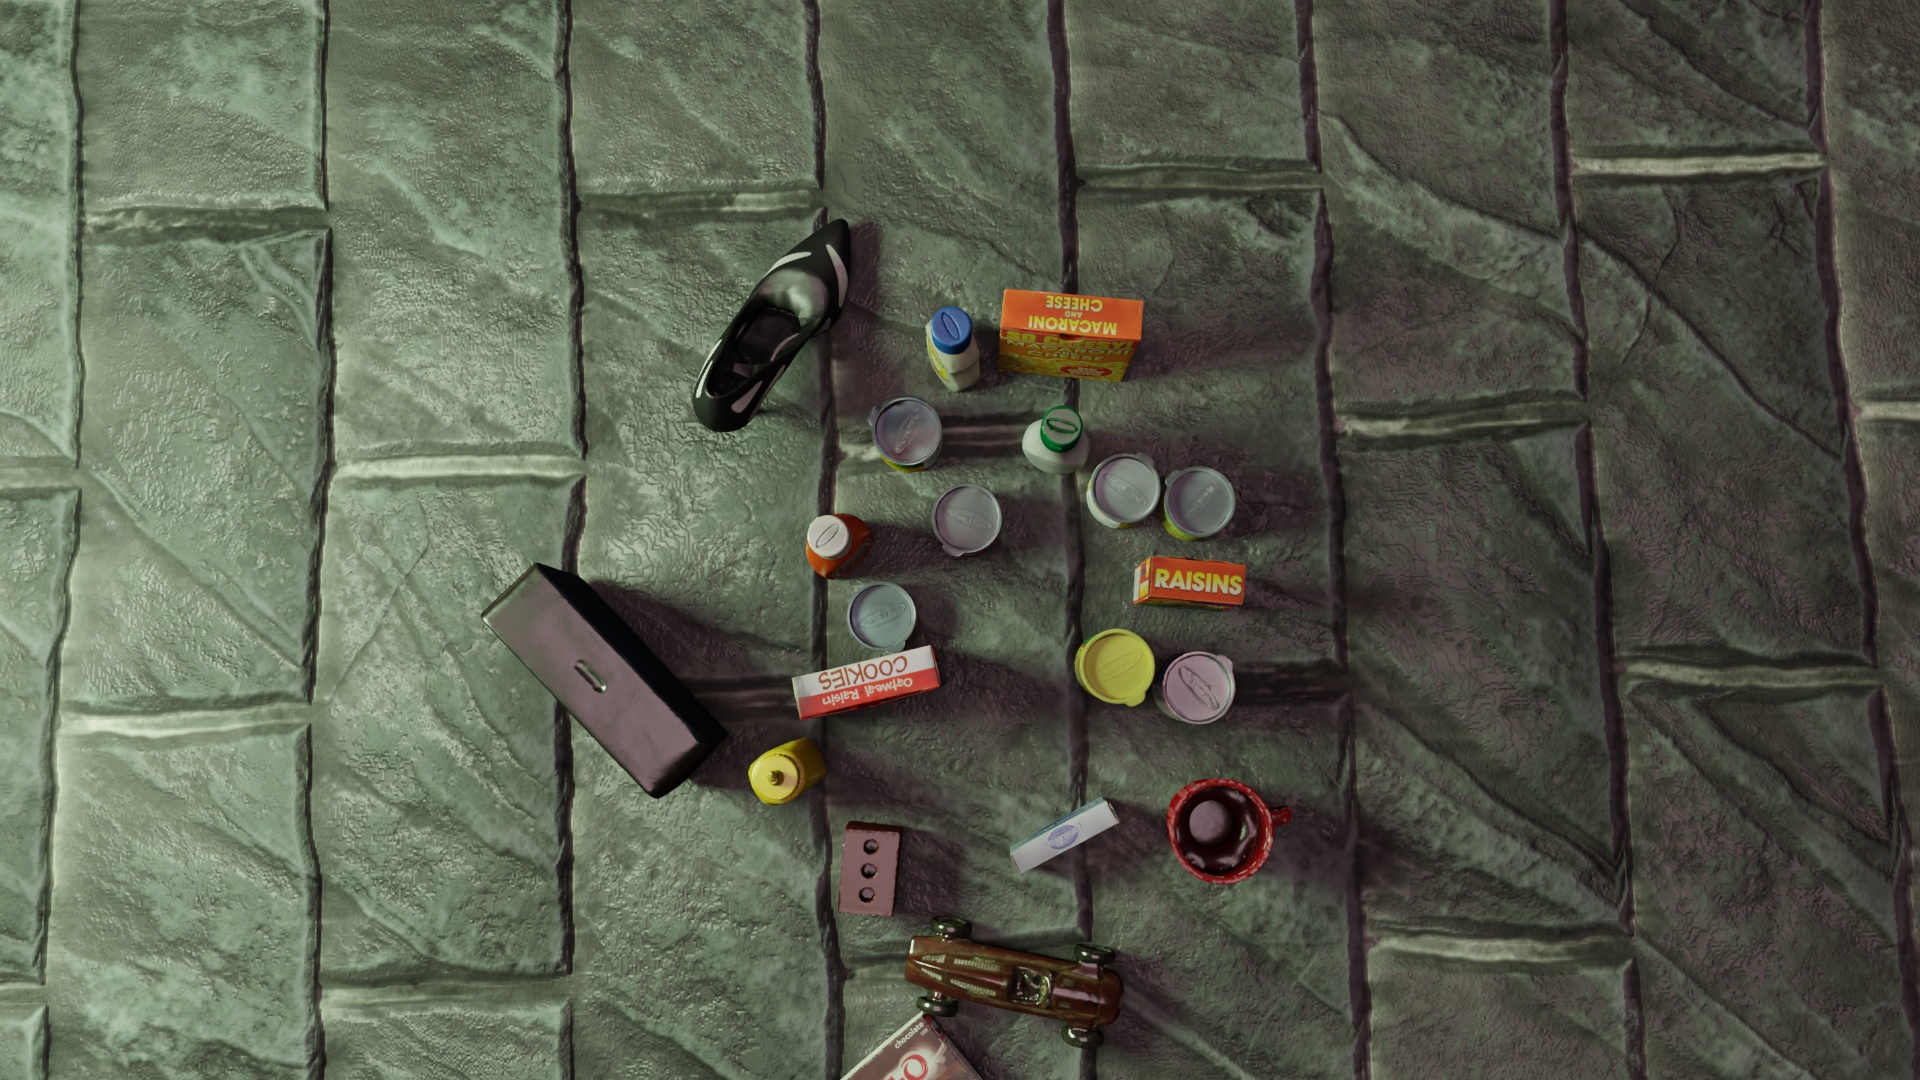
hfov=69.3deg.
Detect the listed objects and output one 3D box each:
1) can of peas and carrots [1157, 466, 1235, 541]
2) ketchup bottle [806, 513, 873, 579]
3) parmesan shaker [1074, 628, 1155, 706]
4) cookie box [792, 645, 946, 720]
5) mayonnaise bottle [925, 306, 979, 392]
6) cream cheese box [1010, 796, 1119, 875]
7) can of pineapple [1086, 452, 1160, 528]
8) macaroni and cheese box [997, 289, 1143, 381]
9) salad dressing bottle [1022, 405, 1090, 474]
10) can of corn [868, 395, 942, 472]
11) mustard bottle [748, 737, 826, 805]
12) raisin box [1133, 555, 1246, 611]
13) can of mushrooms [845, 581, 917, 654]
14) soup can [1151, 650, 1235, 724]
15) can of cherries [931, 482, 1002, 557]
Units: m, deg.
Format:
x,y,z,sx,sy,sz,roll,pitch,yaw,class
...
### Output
x,y,z,sx,sy,sz,roll,pitch,yaw,class
0.221,-0.035,1.317,0.071,0.058,0.071,0,84,1,can of peas and carrots
-0.114,0.002,1.271,0.043,0.148,0.065,44,87,4,ketchup bottle
0.141,0.118,1.279,0.071,0.103,0.071,0,84,1,parmesan shaker
-0.078,0.128,1.248,0.123,0.167,0.040,-14,85,-1,cookie box
-0.008,-0.182,1.290,0.041,0.148,0.065,-29,85,-2,mayonnaise bottle
0.095,0.273,1.288,0.104,0.053,0.024,-28,85,-2,cream cheese box
0.156,-0.047,1.319,0.071,0.058,0.071,0,84,1,can of pineapple
0.098,-0.186,1.280,0.124,0.166,0.040,5,85,1,macaroni and cheese box
0.090,-0.093,1.280,0.064,0.147,0.044,16,85,2,salad dressing bottle
-0.052,-0.102,1.327,0.071,0.058,0.071,0,84,1,can of corn
-0.159,0.210,1.244,0.065,0.160,0.049,-29,85,-2,mustard bottle
0.209,0.040,1.276,0.086,0.123,0.040,6,85,1,raisin box
-0.074,0.075,1.321,0.071,0.033,0.071,0,84,1,can of mushrooms
0.217,0.134,1.286,0.071,0.083,0.071,0,84,1,soup can
0.005,-0.017,1.317,0.071,0.058,0.071,0,84,1,can of cherries
